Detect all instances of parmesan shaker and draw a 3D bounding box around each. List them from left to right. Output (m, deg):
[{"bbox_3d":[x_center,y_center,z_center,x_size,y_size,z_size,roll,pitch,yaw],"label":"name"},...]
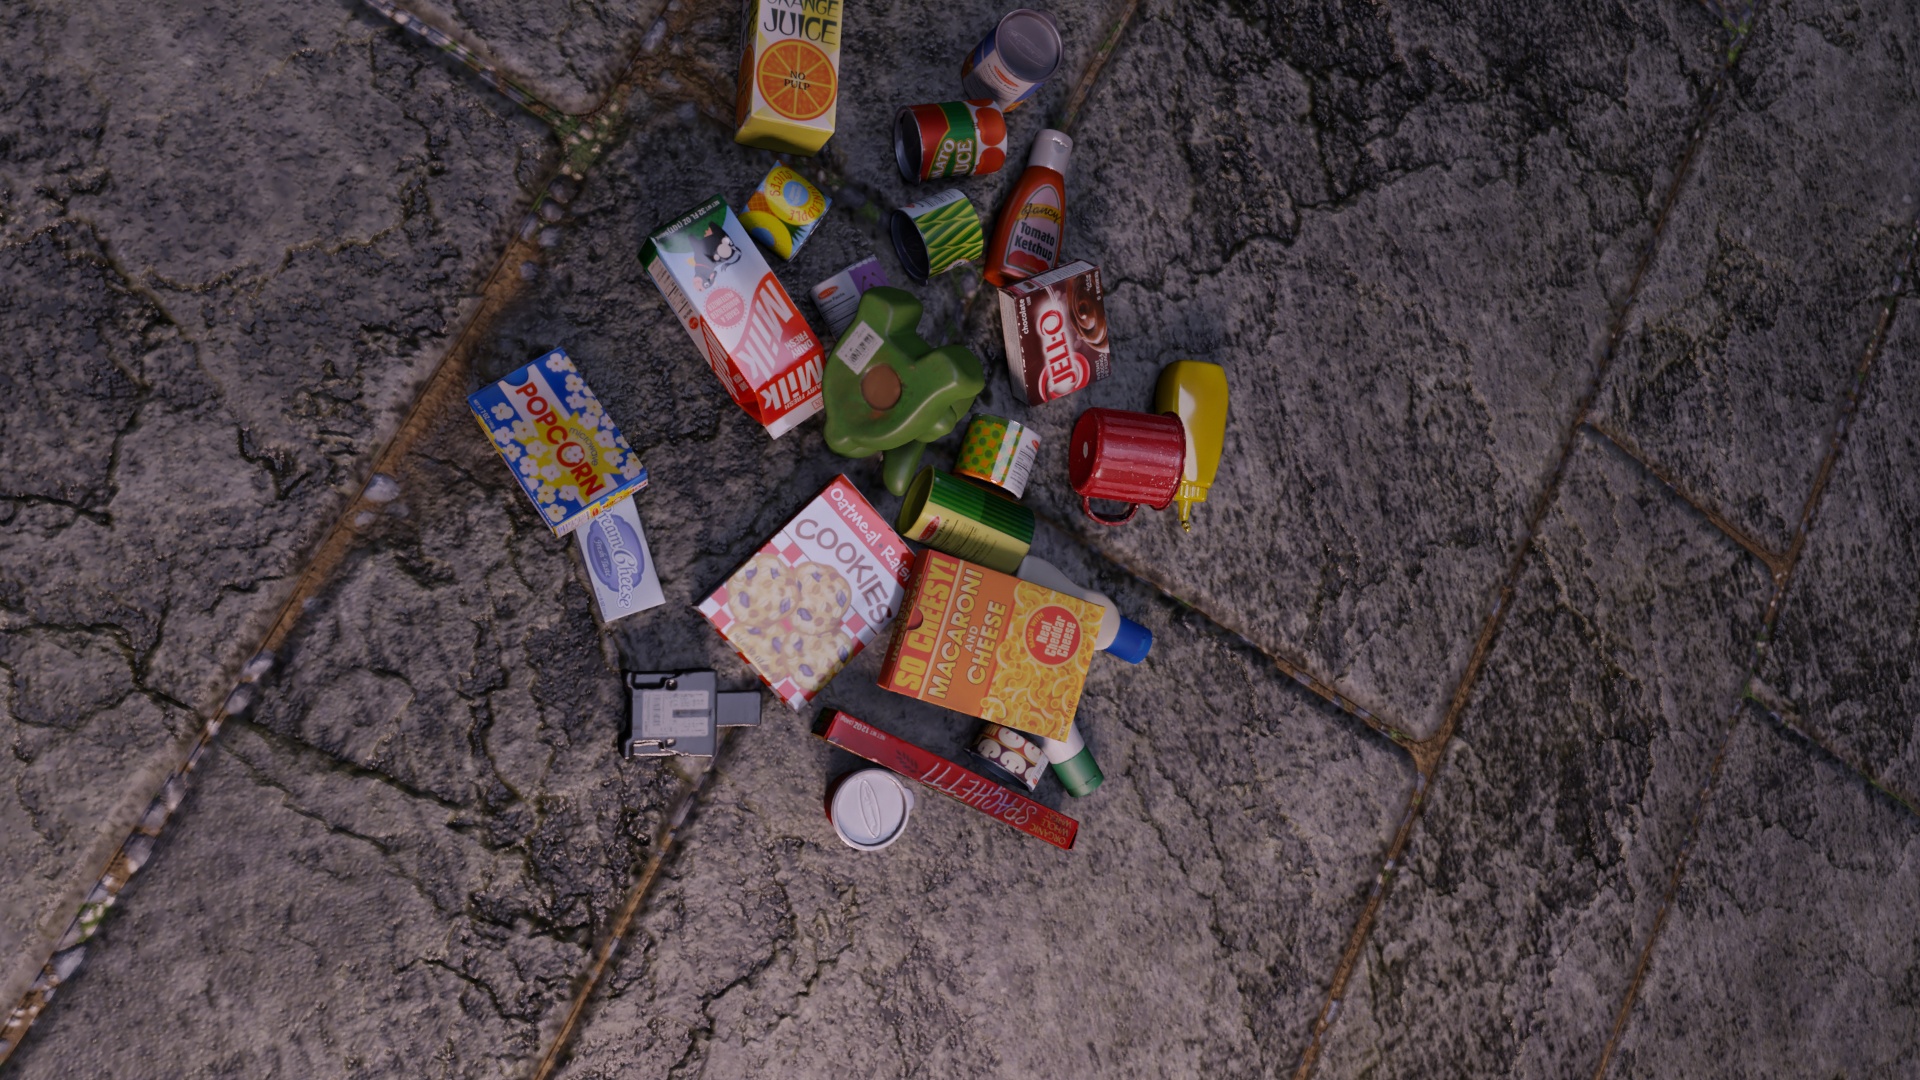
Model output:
[{"bbox_3d":[0.004,-0.015,1.216,0.103,0.071,0.071,23,79,-19],"label":"parmesan shaker"}]

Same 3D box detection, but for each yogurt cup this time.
[{"bbox_3d":[-0.082,0.224,1.173,0.072,0.054,0.072,1,86,-20],"label":"yogurt cup"}]

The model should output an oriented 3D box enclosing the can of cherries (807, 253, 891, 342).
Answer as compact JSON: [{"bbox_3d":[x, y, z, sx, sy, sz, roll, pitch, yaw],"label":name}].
[{"bbox_3d":[-0.087,-0.205,1.192,0.072,0.071,0.058,-32,98,-19],"label":"can of cherries"}]

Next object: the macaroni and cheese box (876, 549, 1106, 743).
[{"bbox_3d":[0.028,0.089,1.183,0.166,0.040,0.124,19,83,-16],"label":"macaroni and cheese box"}]

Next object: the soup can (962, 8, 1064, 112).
[{"bbox_3d":[0.047,-0.430,1.246,0.071,0.083,0.071,1,87,-21],"label":"soup can"}]

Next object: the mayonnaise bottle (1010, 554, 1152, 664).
[{"bbox_3d":[0.104,0.068,1.261,0.148,0.041,0.065,26,80,-18],"label":"mayonnaise bottle"}]

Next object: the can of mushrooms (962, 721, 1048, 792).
[{"bbox_3d":[0.040,0.188,1.215,0.071,0.071,0.033,36,75,-15],"label":"can of mushrooms"}]

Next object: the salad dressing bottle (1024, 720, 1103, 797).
[{"bbox_3d":[0.078,0.160,1.244,0.064,0.044,0.147,-33,99,-19],"label":"salad dressing bottle"}]

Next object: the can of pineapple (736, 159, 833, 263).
[{"bbox_3d":[-0.149,-0.278,1.171,0.058,0.071,0.071,36,76,-15],"label":"can of pineapple"}]

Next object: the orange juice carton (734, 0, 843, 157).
[{"bbox_3d":[-0.144,-0.435,1.181,0.073,0.071,0.192,5,85,-21],"label":"orange juice carton"}]

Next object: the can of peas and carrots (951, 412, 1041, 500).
[{"bbox_3d":[0.030,-0.074,1.229,0.071,0.071,0.059,22,80,-18],"label":"can of peas and carrots"}]

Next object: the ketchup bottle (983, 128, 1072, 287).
[{"bbox_3d":[0.067,-0.300,1.267,0.065,0.043,0.149,19,80,-25],"label":"ketchup bottle"}]

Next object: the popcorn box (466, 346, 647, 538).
[{"bbox_3d":[-0.317,-0.077,1.096,0.085,0.038,0.127,-34,84,-19],"label":"popcorn box"}]

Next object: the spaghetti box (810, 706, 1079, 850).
[{"bbox_3d":[-0.010,0.207,1.203,0.250,0.050,0.029,27,79,-17],"label":"spaghetti box"}]

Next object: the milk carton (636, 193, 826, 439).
[{"bbox_3d":[-0.180,-0.181,1.151,0.072,0.073,0.190,-36,100,-19],"label":"milk carton"}]

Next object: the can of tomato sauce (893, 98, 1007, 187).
[{"bbox_3d":[-0.009,-0.353,1.229,0.083,0.071,0.071,-13,91,-21],"label":"can of tomato sauce"}]

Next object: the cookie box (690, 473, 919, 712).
[{"bbox_3d":[-0.123,0.043,1.177,0.168,0.040,0.123,-44,102,-16],"label":"cookie box"}]

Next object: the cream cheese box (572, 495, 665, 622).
[{"bbox_3d":[-0.280,0.010,1.127,0.053,0.024,0.103,-18,93,-22],"label":"cream cheese box"}]

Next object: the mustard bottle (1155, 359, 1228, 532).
[{"bbox_3d":[0.214,-0.087,1.306,0.065,0.048,0.160,7,85,-20],"label":"mustard bottle"}]

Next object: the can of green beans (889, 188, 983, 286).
[{"bbox_3d":[-0.021,-0.269,1.220,0.058,0.071,0.071,-26,96,-20],"label":"can of green beans"}]
